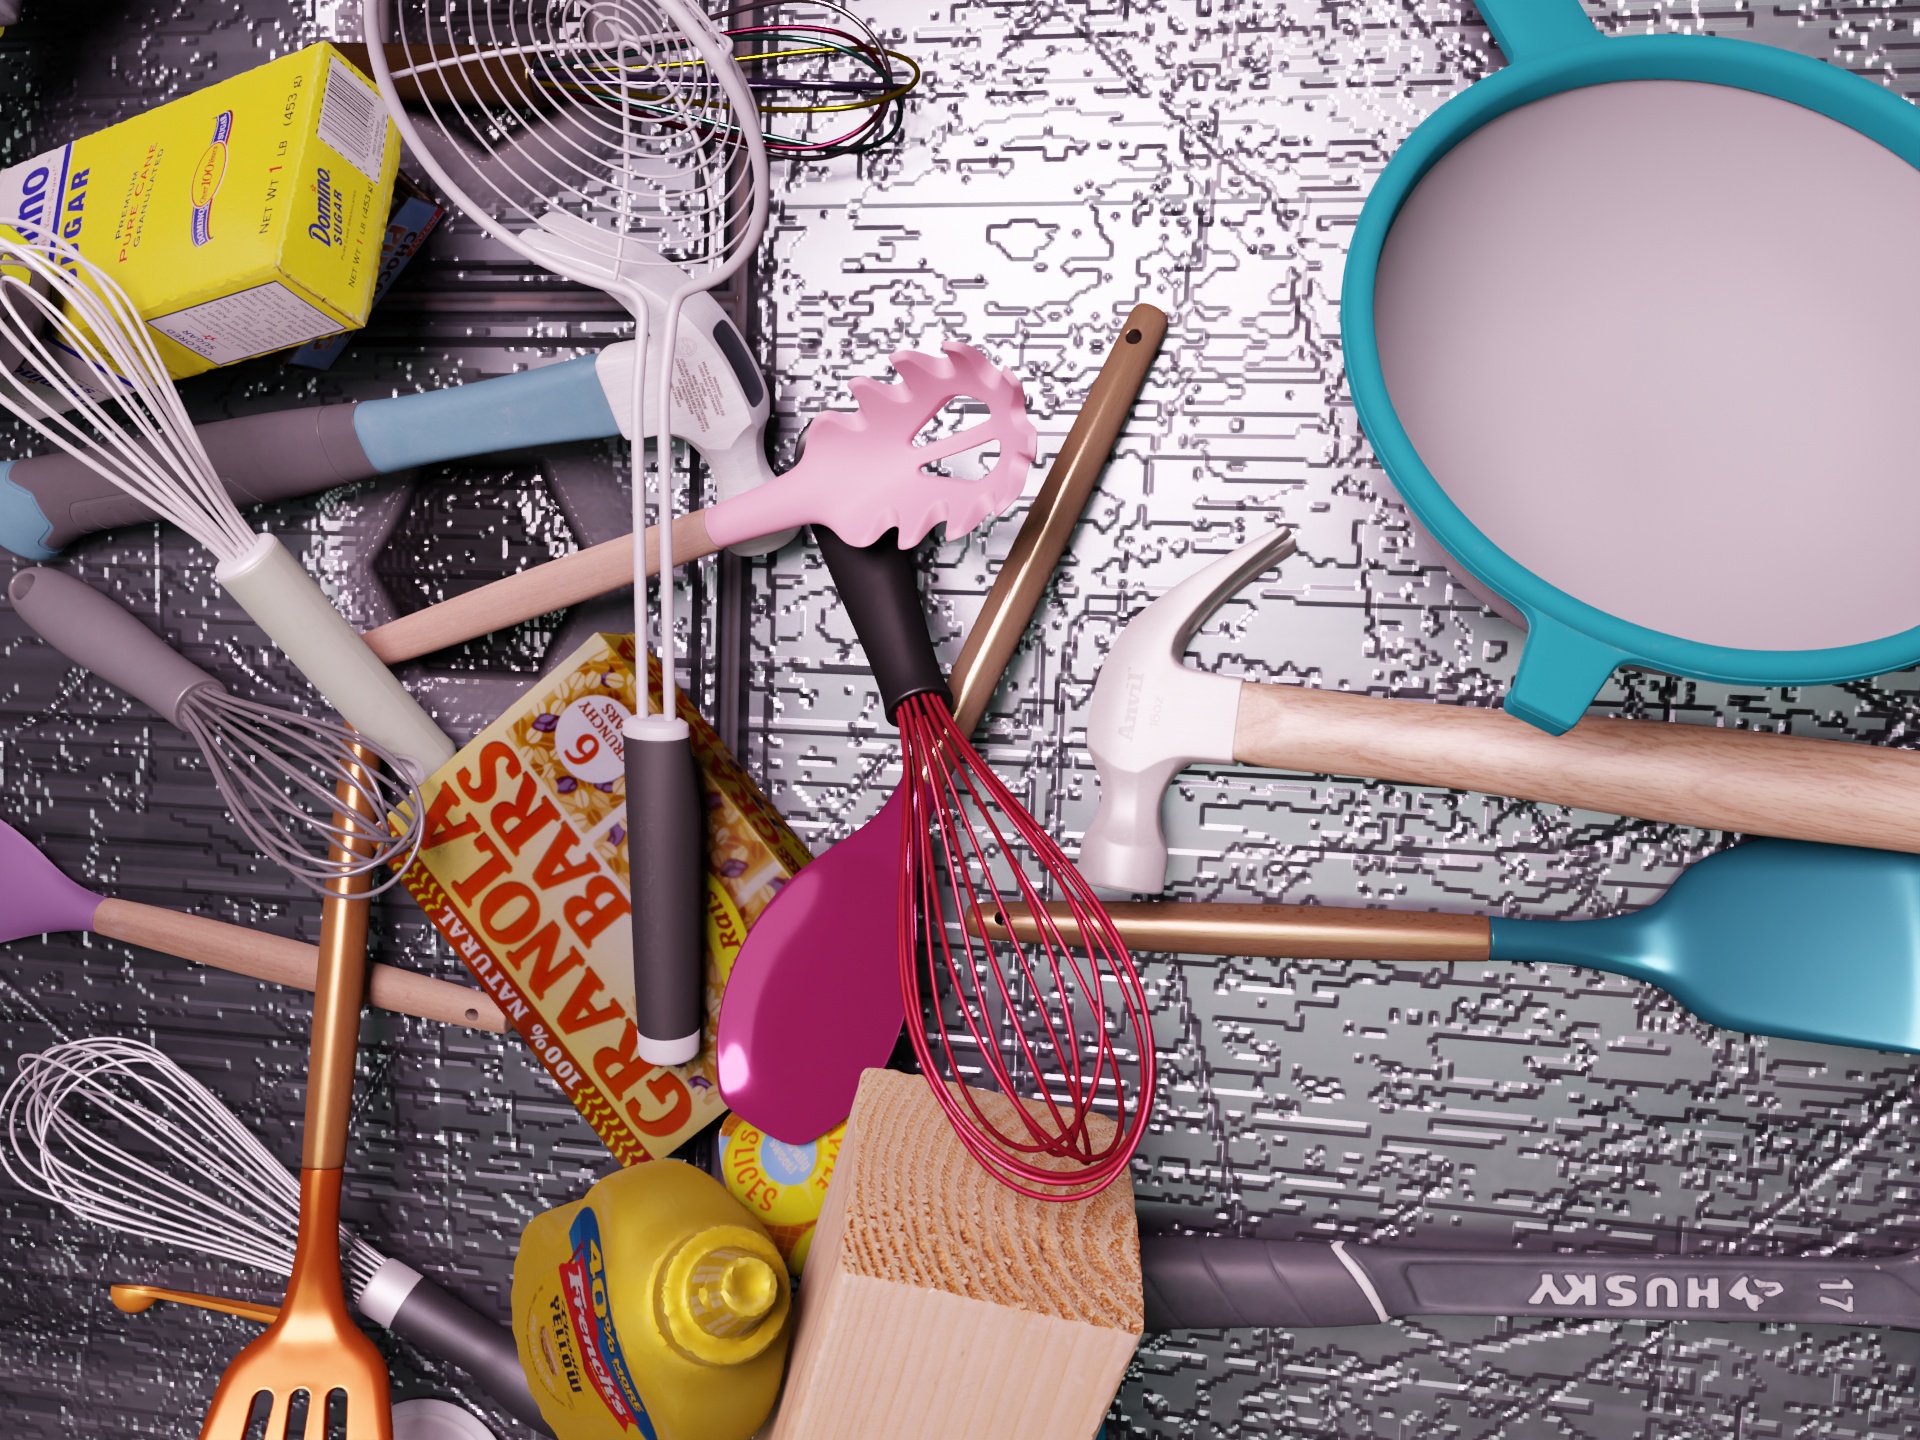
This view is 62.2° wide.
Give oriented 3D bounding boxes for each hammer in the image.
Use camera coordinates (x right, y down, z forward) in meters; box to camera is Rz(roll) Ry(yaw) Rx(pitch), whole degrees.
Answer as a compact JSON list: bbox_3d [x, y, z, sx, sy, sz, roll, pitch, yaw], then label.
[{"bbox_3d":[0.206,0.011,0.516,0.331,0.031,0.130,7,86,16],"label":"hammer"},{"bbox_3d":[0.162,0.202,0.560,0.409,0.036,0.149,-3,94,11],"label":"hammer"},{"bbox_3d":[-0.231,-0.102,0.596,0.331,0.033,0.128,-7,122,15],"label":"hammer"}]

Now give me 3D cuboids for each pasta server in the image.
[{"bbox_3d":[-0.112,-0.059,0.558,0.316,0.040,0.060,-15,96,24],"label":"pasta server"}]

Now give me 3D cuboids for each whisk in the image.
[{"bbox_3d":[-0.132,-0.236,0.584,0.245,0.051,0.047,7,75,14],"label":"whisk"},{"bbox_3d":[-0.253,0.211,0.630,0.284,0.070,0.070,30,99,2],"label":"whisk"},{"bbox_3d":[-0.007,0.012,0.516,0.073,0.073,0.296,-27,60,11],"label":"whisk"},{"bbox_3d":[-0.290,-0.003,0.603,0.239,0.055,0.055,29,99,24],"label":"whisk"},{"bbox_3d":[-0.255,-0.064,0.556,0.058,0.059,0.246,-5,132,31],"label":"whisk"}]

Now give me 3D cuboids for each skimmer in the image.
[{"bbox_3d":[-0.115,-0.050,0.497,0.127,0.090,0.363,8,106,24],"label":"skimmer"}]

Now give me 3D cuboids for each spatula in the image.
[{"bbox_3d":[0.155,0.070,0.547,0.317,0.044,0.082,0,70,12],"label":"spatula"},{"bbox_3d":[-0.327,0.083,0.650,0.316,0.018,0.060,12,95,10],"label":"spatula"},{"bbox_3d":[-0.237,0.143,0.594,0.081,0.041,0.323,4,81,-12],"label":"spatula"}]

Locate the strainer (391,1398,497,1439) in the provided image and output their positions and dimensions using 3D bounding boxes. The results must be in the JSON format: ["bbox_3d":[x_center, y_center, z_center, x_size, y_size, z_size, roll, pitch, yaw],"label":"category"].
[{"bbox_3d":[-0.153,0.314,0.625,0.258,0.050,0.087,-4,79,7],"label":"strainer"}]

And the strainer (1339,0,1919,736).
[{"bbox_3d":[0.195,-0.152,0.508,0.211,0.095,0.341,-16,69,-5],"label":"strainer"}]

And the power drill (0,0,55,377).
[{"bbox_3d":[-0.349,-0.238,0.559,0.190,0.080,0.229,3,71,21],"label":"power drill"}]

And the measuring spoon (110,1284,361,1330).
[{"bbox_3d":[-0.297,0.244,0.650,0.117,0.021,0.011,4,73,14],"label":"measuring spoon"}]

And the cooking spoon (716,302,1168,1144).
[{"bbox_3d":[-0.001,-0.002,0.557,0.069,0.017,0.319,25,88,24],"label":"cooking spoon"}]

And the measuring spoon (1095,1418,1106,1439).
[{"bbox_3d":[0.042,0.271,0.575,0.042,0.021,0.128,-2,111,14],"label":"measuring spoon"}]
